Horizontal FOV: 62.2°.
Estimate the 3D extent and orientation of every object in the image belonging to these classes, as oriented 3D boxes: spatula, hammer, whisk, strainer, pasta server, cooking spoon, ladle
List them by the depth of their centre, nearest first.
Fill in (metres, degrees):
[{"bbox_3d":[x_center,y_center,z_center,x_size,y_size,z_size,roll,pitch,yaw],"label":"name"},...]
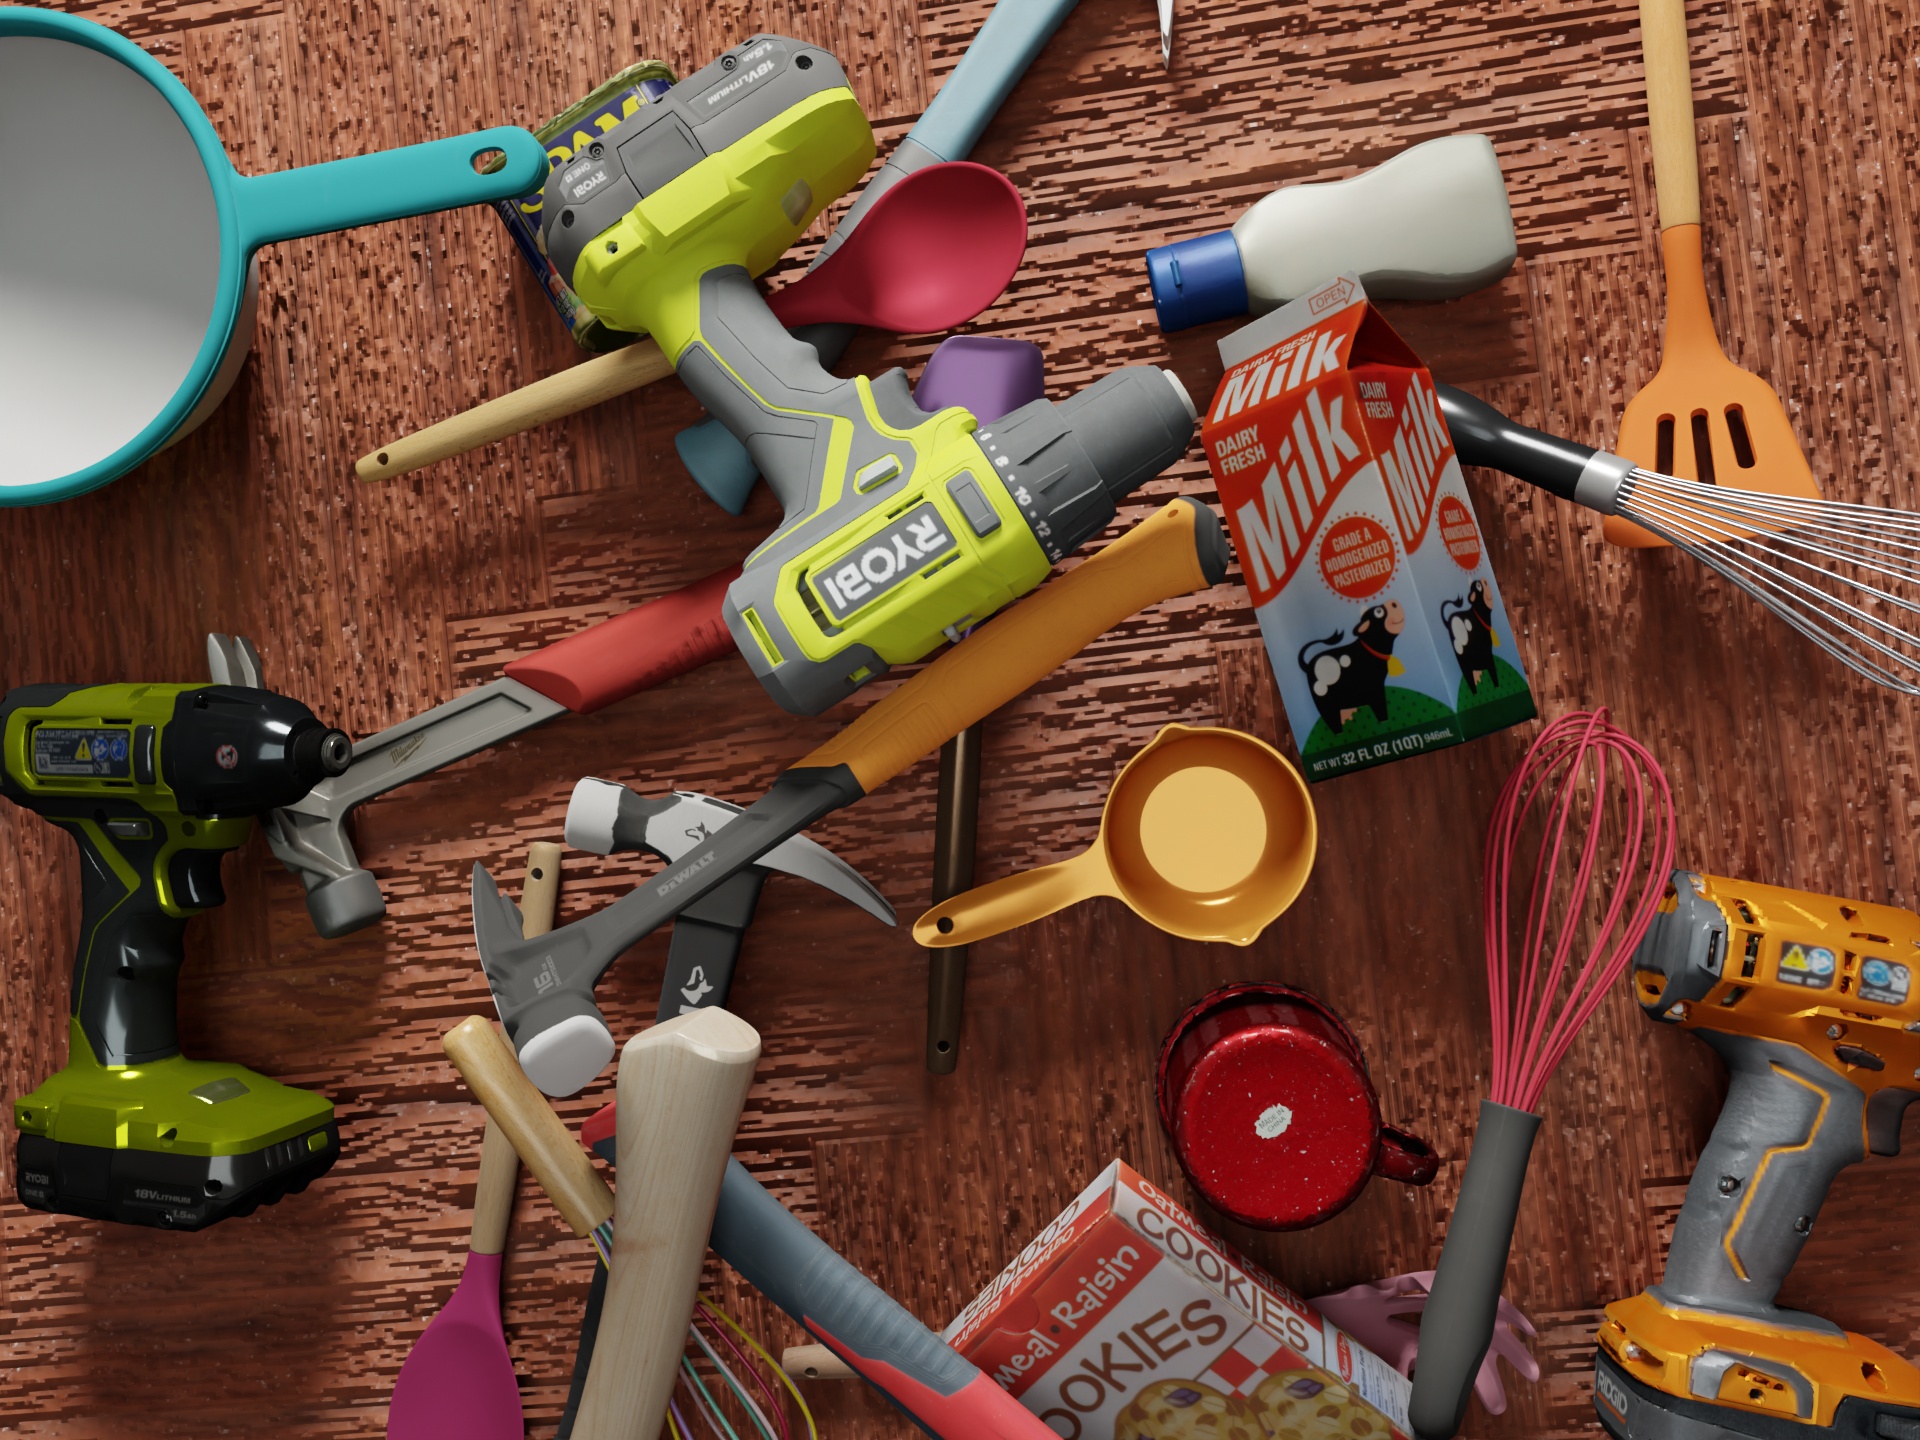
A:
[{"bbox_3d":[-0.001,0.279,0.612,0.386,0.038,0.143,35,116,16],"label":"hammer"},{"bbox_3d":[0.279,-0.079,0.613,0.285,0.070,0.070,30,92,30],"label":"whisk"},{"bbox_3d":[0.223,0.135,0.628,0.073,0.073,0.296,17,80,7],"label":"whisk"},{"bbox_3d":[-0.038,0.010,0.629,0.337,0.127,0.034,-34,125,-8],"label":"hammer"},{"bbox_3d":[-0.135,0.305,0.635,0.146,0.038,0.410,21,107,15],"label":"hammer"},{"bbox_3d":[-0.140,0.228,0.659,0.047,0.051,0.245,-35,91,6],"label":"whisk"},{"bbox_3d":[0.298,-0.231,0.661,0.081,0.041,0.322,-5,86,24],"label":"spatula"},{"bbox_3d":[0.077,0.267,0.674,0.316,0.040,0.060,-7,106,8],"label":"pasta server"},{"bbox_3d":[-0.001,-0.002,0.677,0.060,0.018,0.316,3,98,-1],"label":"spatula"},{"bbox_3d":[-0.119,-0.159,0.684,0.315,0.031,0.069,-18,83,9],"label":"ladle"},{"bbox_3d":[-0.129,0.201,0.695,0.146,0.035,0.335,13,93,-3],"label":"hammer"},{"bbox_3d":[-0.022,-0.238,0.703,0.128,0.033,0.331,35,93,7],"label":"hammer"},{"bbox_3d":[-0.338,-0.207,0.709,0.340,0.095,0.211,-9,90,4],"label":"strainer"},{"bbox_3d":[-0.156,-0.036,0.711,0.359,0.036,0.149,-23,86,6],"label":"hammer"},{"bbox_3d":[-0.210,0.213,0.718,0.069,0.017,0.319,8,90,14],"label":"cooking spoon"}]

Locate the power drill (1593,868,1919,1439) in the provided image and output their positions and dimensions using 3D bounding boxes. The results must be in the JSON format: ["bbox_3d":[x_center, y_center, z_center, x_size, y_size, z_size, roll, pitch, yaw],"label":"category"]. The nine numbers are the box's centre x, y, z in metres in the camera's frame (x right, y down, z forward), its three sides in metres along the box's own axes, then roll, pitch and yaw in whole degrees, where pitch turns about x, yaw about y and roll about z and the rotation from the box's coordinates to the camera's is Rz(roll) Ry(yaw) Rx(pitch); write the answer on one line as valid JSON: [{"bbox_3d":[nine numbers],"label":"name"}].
[{"bbox_3d":[0.344,0.183,0.626,0.164,0.084,0.226,9,86,6],"label":"power drill"}]

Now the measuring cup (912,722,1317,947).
[{"bbox_3d":[0.064,0.061,0.675,0.173,0.052,0.095,-20,86,7],"label":"measuring cup"}]

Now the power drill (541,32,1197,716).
[{"bbox_3d":[-0.039,-0.140,0.615,0.190,0.080,0.228,-32,83,4],"label":"power drill"}]

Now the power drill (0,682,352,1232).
[{"bbox_3d":[-0.336,0.095,0.688,0.171,0.080,0.223,1,93,20],"label":"power drill"}]
